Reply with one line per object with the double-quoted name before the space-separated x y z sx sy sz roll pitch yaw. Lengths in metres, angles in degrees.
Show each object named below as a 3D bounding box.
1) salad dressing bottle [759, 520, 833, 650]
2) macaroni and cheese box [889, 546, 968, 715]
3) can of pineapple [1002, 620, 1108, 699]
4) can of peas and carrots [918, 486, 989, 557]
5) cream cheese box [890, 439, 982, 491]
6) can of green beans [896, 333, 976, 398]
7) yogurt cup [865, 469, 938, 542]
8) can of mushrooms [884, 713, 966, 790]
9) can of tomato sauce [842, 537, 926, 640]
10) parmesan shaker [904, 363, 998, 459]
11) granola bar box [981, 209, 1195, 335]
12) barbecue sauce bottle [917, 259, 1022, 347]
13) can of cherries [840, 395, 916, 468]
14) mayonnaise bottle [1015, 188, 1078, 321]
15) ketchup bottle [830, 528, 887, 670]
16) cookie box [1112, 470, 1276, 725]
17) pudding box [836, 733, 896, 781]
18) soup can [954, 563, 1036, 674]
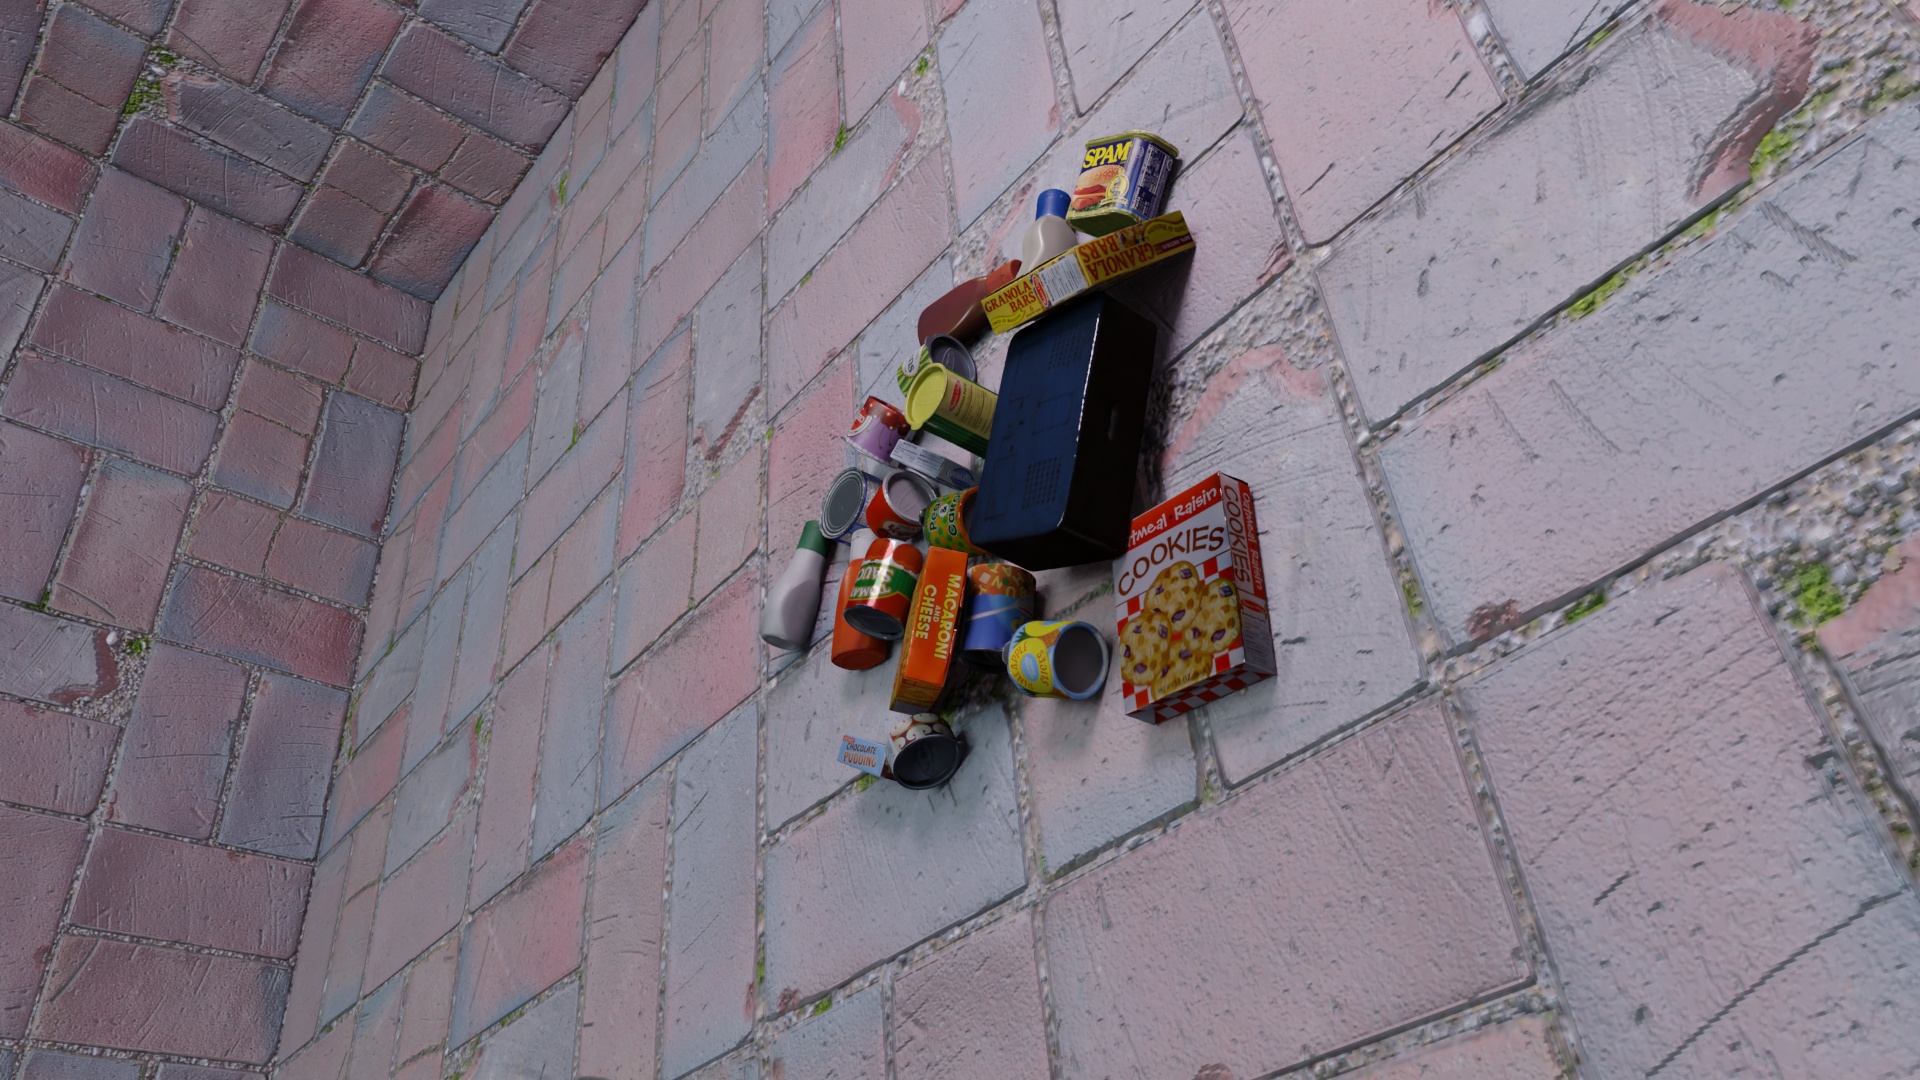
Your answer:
"salad dressing bottle" -0.181 0.049 1.569 0.044 0.064 0.148 0 61 35
"macaroni and cheese box" -0.029 0.087 1.282 0.166 0.040 0.124 114 167 -72
"can of pineapple" 0.080 0.100 1.166 0.058 0.071 0.071 -6 66 53
"can of peas and carrots" 0.005 -0.017 1.340 0.058 0.071 0.071 -14 59 49
"cream cheese box" -0.025 -0.075 1.433 0.104 0.053 0.024 26 90 56
"can of green beans" -0.026 -0.178 1.485 0.057 0.071 0.071 -35 45 39
"yogurt cup" -0.063 -0.032 1.451 0.053 0.072 0.073 -46 38 41
"can of mushrooms" -0.032 0.192 1.270 0.071 0.071 0.033 -55 34 17
"can of tomato sauce" -0.075 0.048 1.399 0.071 0.071 0.083 -19 44 48
"parmesan shaker" 0.004 -0.123 1.377 0.071 0.103 0.071 -32 46 40
"granola bar box" 0.116 -0.243 1.256 0.124 0.166 0.039 -21 96 47
"barbecue sauce bottle" 0.015 -0.253 1.495 0.148 0.043 0.065 -27 50 43
"can of cherries" -0.088 -0.121 1.531 0.058 0.071 0.071 -61 34 8
"mayonnaise bottle" 0.089 -0.288 1.401 0.041 0.065 0.149 -30 43 47
"ketchup bottle" -0.102 0.060 1.465 0.064 0.043 0.149 -23 52 38
"cookie box" 0.179 0.045 1.091 0.122 0.040 0.168 -32 47 41
"pudding box" -0.076 0.210 1.331 0.083 0.049 0.030 5 76 55
"soup can" 0.035 0.071 1.252 0.071 0.071 0.084 -21 54 47
